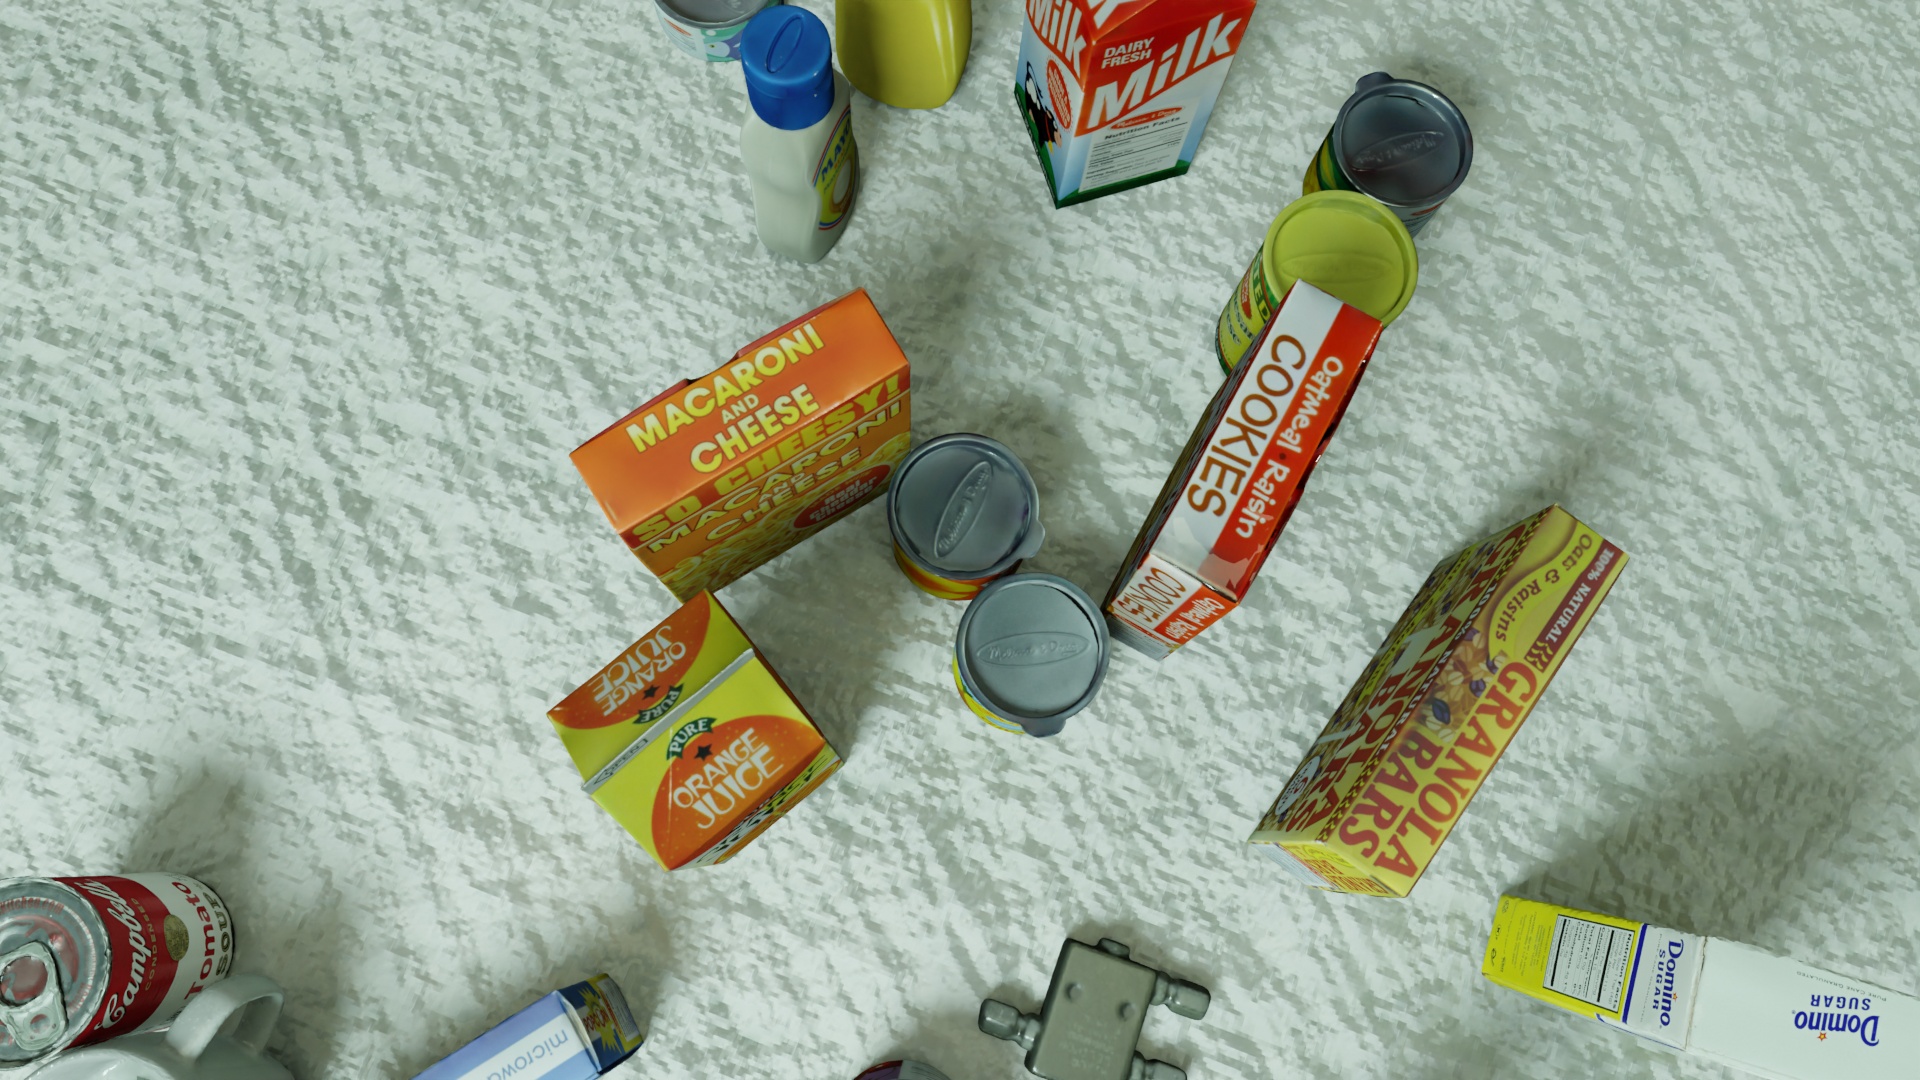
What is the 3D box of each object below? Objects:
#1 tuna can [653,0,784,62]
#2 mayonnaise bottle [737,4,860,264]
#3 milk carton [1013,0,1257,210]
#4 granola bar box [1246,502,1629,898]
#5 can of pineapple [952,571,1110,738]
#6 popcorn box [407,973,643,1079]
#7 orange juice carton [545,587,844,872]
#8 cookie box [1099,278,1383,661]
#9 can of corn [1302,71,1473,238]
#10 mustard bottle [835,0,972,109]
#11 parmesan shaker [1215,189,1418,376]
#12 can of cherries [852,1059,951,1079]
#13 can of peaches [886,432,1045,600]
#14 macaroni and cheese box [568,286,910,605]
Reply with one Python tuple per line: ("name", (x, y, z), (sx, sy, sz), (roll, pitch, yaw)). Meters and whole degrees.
("tuna can", (-0.120, -0.278, 0.697), (0.071, 0.032, 0.071), (1, 77, -2))
("mayonnaise bottle", (-0.071, -0.179, 0.617), (0.041, 0.147, 0.065), (23, 78, 3))
("milk carton", (0.074, -0.227, 0.612), (0.073, 0.190, 0.072), (-16, 79, -6))
("granola bar box", (0.196, 0.071, 0.584), (0.039, 0.124, 0.166), (37, 79, 6))
("can of pineapple", (0.029, 0.053, 0.615), (0.071, 0.057, 0.071), (1, 77, -2))
("popcorn box", (-0.196, 0.224, 0.553), (0.127, 0.085, 0.038), (-31, 81, -8))
("orange juice carton", (-0.097, 0.076, 0.535), (0.072, 0.192, 0.073), (-39, 82, -9))
("cookie box", (0.109, -0.020, 0.579), (0.040, 0.167, 0.123), (29, 78, 4))
("can of corn", (0.204, -0.182, 0.675), (0.071, 0.058, 0.071), (1, 77, -2))
("mustard bottle", (-0.026, -0.255, 0.630), (0.065, 0.160, 0.049), (13, 78, 1))
("parmesan shaker", (0.158, -0.104, 0.633), (0.071, 0.103, 0.071), (0, 78, -2))
("can of cherries", (-0.027, 0.252, 0.567), (0.071, 0.058, 0.071), (1, 77, -2))
("can of peaches", (0.002, -0.008, 0.627), (0.071, 0.058, 0.071), (1, 77, -2))
("macaroni and cheese box", (-0.082, -0.031, 0.574), (0.124, 0.166, 0.040), (-31, 81, -8))
